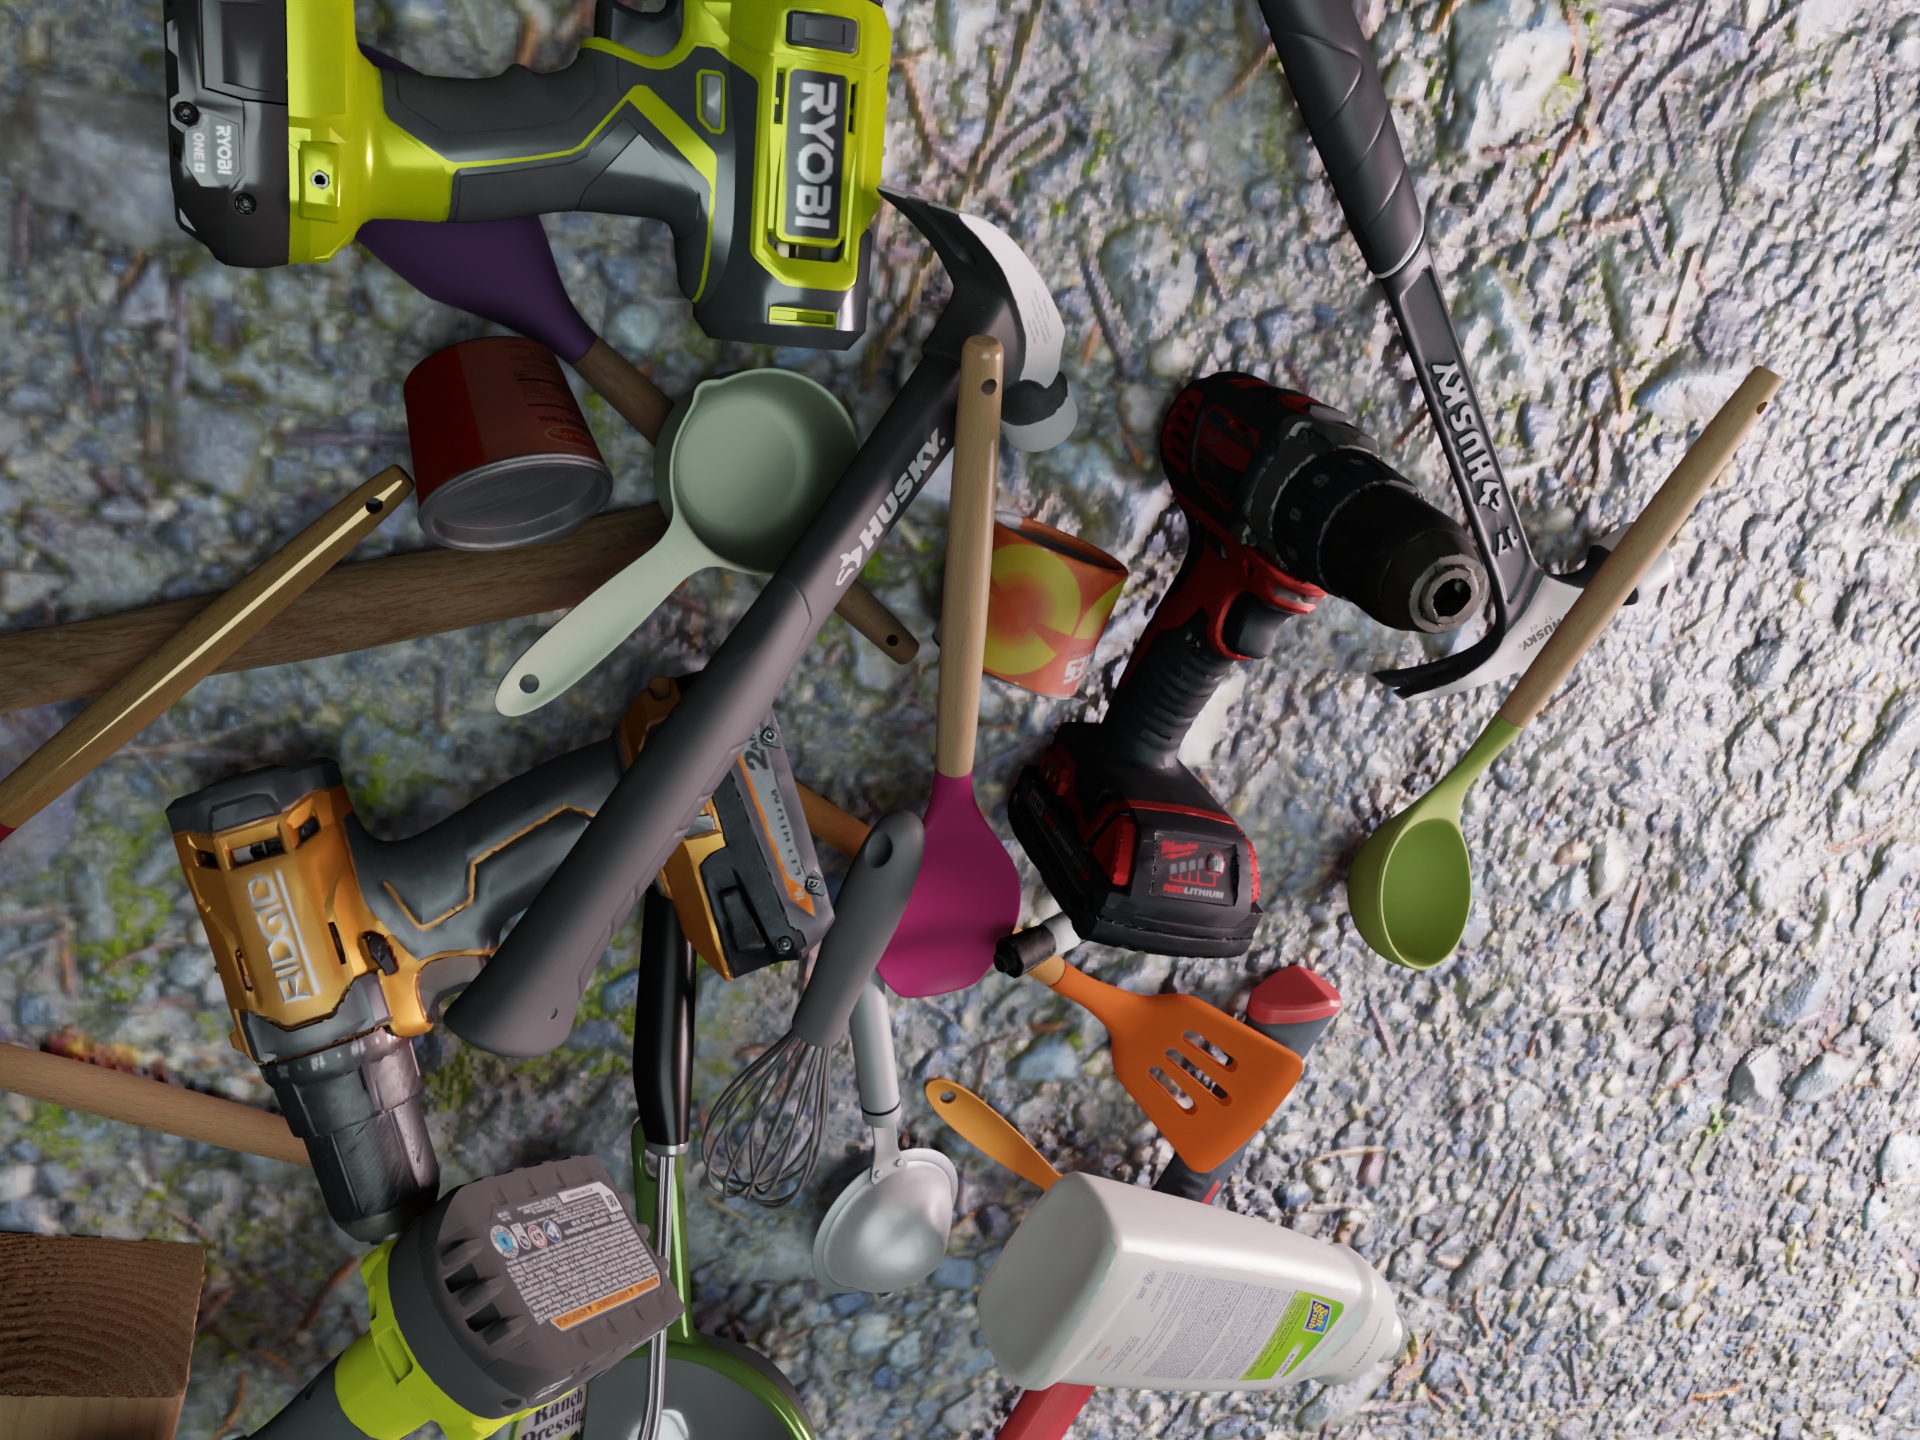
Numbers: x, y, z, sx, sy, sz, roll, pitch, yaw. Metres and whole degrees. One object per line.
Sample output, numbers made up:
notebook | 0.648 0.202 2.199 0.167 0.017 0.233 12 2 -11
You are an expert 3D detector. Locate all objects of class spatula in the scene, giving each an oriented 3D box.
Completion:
spatula | -0.121 -0.124 0.601 0.060 0.018 0.315 -44 119 4
spatula | -0.368 0.143 0.619 0.317 0.044 0.082 25 96 -28
spatula | 0.030 0.111 0.745 0.322 0.041 0.081 36 100 -27

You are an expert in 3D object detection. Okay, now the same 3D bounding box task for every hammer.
hammer | 0.187 -0.182 0.674 0.149 0.036 0.408 -33 119 -2
hammer | -0.067 -0.031 0.552 0.335 0.035 0.146 -56 153 -14
hammer | -0.265 -0.031 0.584 0.331 0.031 0.130 -12 116 -14
hammer | 0.104 0.304 0.860 0.143 0.038 0.386 22 104 -28

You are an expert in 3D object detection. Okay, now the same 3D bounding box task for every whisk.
whisk | -0.063 0.130 0.690 0.055 0.055 0.238 10 123 -23

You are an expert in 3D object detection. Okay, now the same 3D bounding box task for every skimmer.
skimmer | -0.104 0.243 0.693 0.090 0.127 0.363 3 87 -36

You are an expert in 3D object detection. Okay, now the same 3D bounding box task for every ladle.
ladle | -0.315 0.015 0.554 0.315 0.031 0.069 -40 123 -2
ladle | 0.278 -0.014 0.732 0.078 0.062 0.320 4 126 -39

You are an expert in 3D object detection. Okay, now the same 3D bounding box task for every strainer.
strainer | -0.037 0.192 0.754 0.087 0.050 0.258 -21 119 -30
strainer | -0.130 0.304 0.770 0.151 0.069 0.256 -1 97 13

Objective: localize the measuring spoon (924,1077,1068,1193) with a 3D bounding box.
measuring spoon | 0.021 0.212 0.808 0.021 0.011 0.116 -42 116 7

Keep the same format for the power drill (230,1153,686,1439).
power drill | -0.225 0.267 0.616 0.223 0.080 0.171 -39 164 9

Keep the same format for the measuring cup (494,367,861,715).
measuring cup | -0.110 -0.064 0.590 0.167 0.038 0.083 -44 118 -10

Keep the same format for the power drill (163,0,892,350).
power drill | -0.130 -0.224 0.515 0.228 0.080 0.190 -2 106 -24

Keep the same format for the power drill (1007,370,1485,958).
power drill | 0.111 -0.014 0.638 0.080 0.188 0.226 10 113 -24

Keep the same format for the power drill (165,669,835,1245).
power drill | -0.166 0.085 0.616 0.226 0.084 0.185 -17 93 -10

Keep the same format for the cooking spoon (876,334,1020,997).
cooking spoon | -0.001 -0.002 0.632 0.068 0.017 0.318 -8 129 -16
